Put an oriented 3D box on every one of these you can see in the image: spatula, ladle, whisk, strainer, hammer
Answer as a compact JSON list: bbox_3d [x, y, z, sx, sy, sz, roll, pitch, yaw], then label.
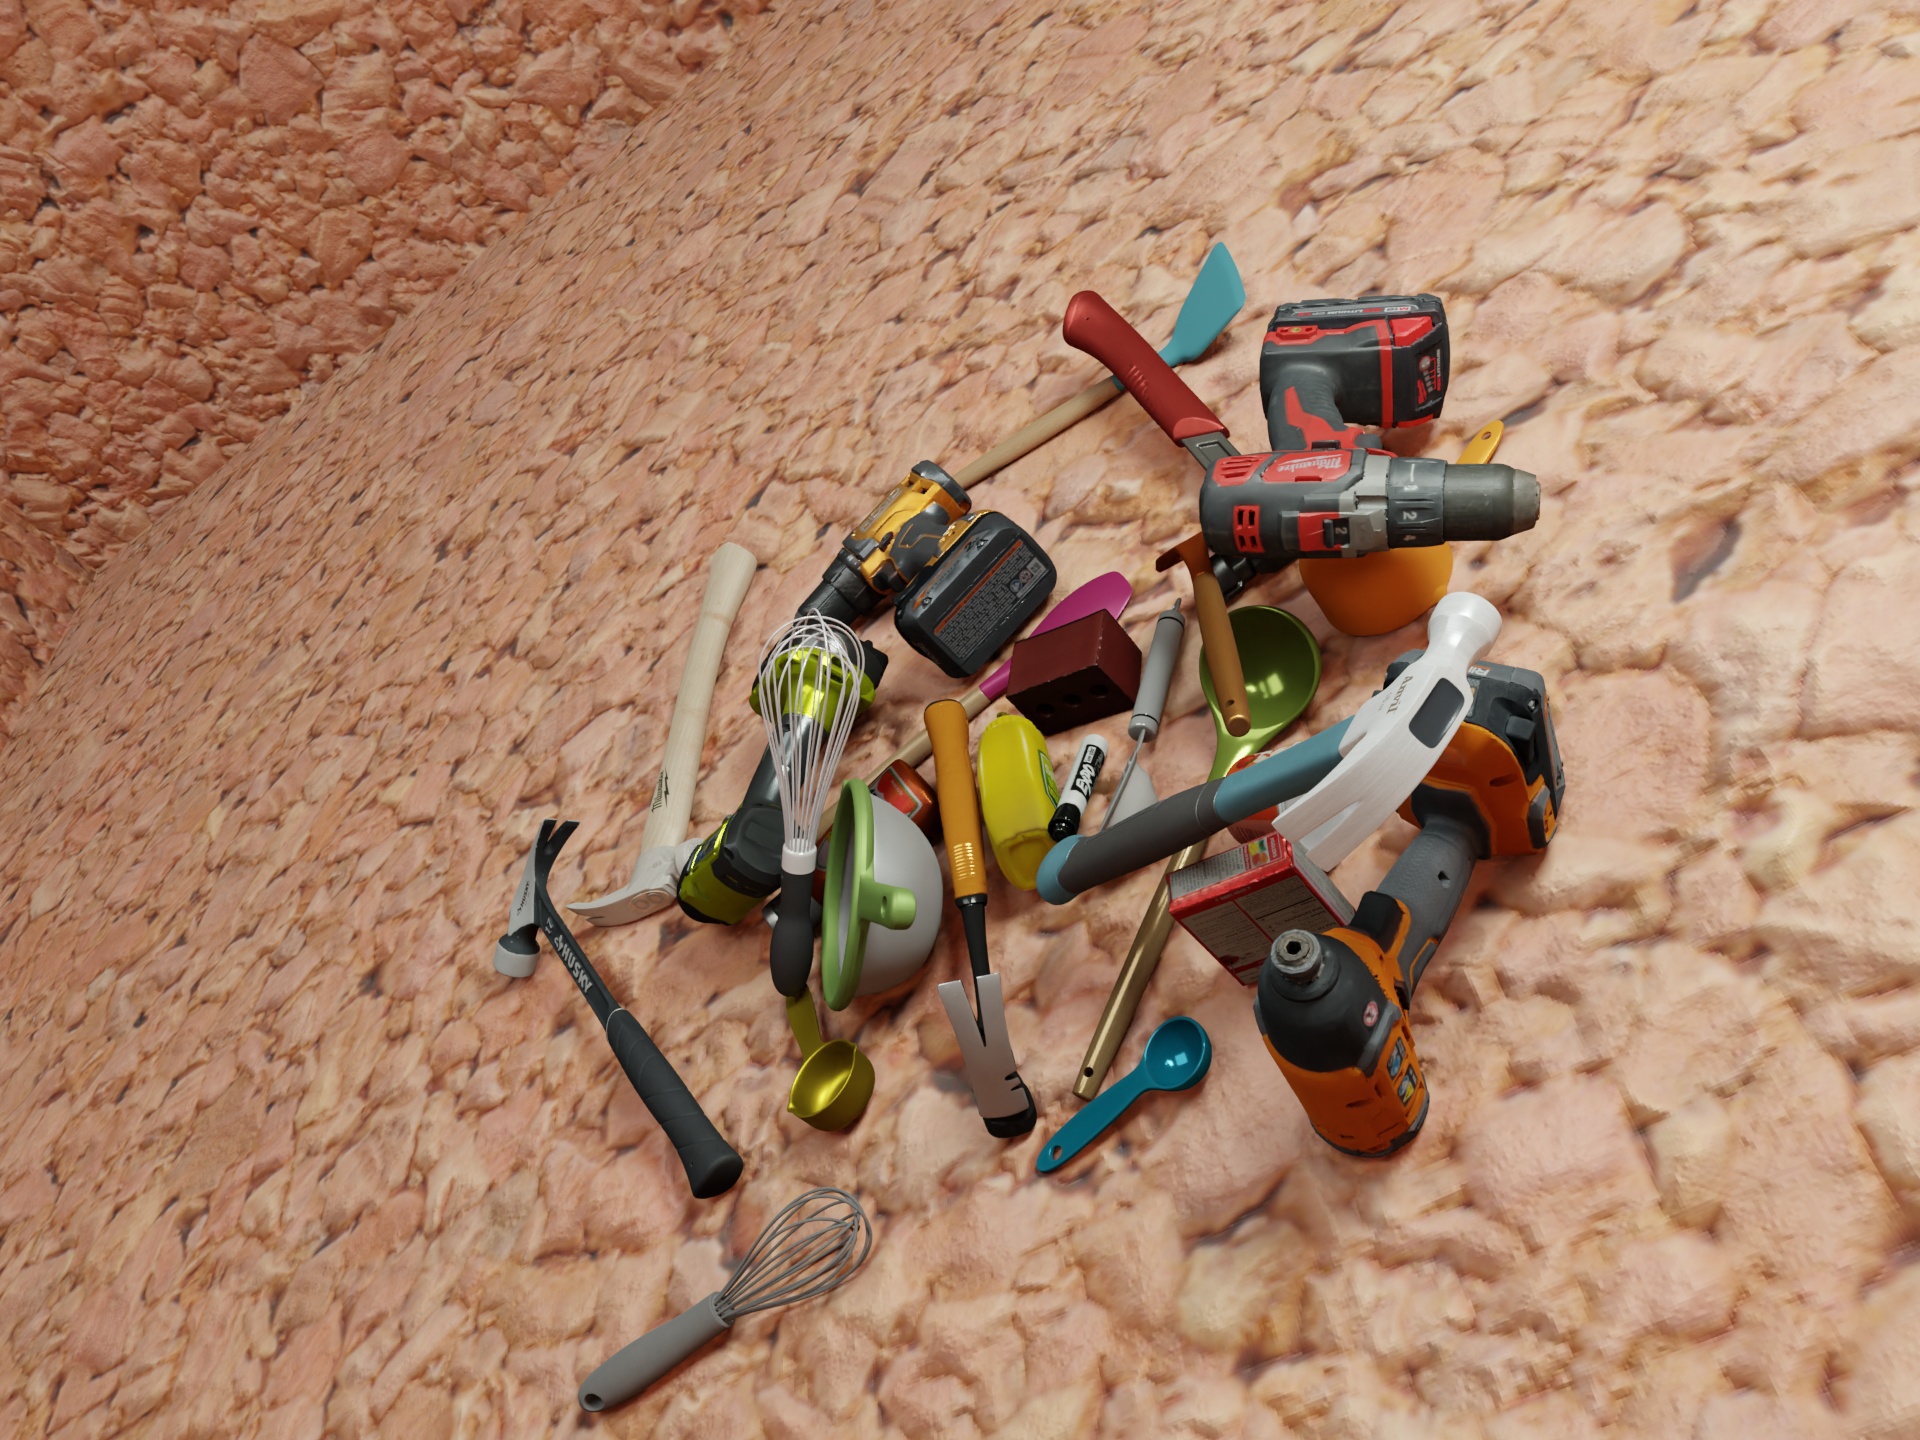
[{"bbox_3d":[0.150,-0.064,0.929,0.081,0.041,0.323,-29,22,17],"label":"spatula"},{"bbox_3d":[0.133,0.073,0.943,0.078,0.062,0.320,16,69,30],"label":"ladle"},{"bbox_3d":[-0.104,0.061,1.045,0.070,0.070,0.284,-133,44,-54],"label":"whisk"},{"bbox_3d":[-0.036,0.112,0.988,0.256,0.069,0.151,165,110,-77],"label":"strainer"},{"bbox_3d":[-0.245,-0.004,1.410,0.146,0.038,0.411,-24,40,29],"label":"hammer"},{"bbox_3d":[0.119,0.011,1.029,0.086,0.050,0.259,107,-178,-52],"label":"strainer"},{"bbox_3d":[-0.256,0.214,1.176,0.409,0.036,0.149,36,113,50],"label":"hammer"},{"bbox_3d":[-0.146,0.353,0.956,0.239,0.055,0.055,-38,36,16],"label":"whisk"},{"bbox_3d":[0.002,0.092,1.007,0.034,0.127,0.337,-13,38,3],"label":"hammer"},{"bbox_3d":[0.131,0.042,0.804,0.128,0.033,0.331,-55,10,-30],"label":"hammer"},{"bbox_3d":[0.171,-0.235,1.185,0.149,0.036,0.360,-39,44,10],"label":"hammer"},{"bbox_3d":[0.101,-0.274,1.321,0.317,0.044,0.082,-30,48,23],"label":"spatula"}]

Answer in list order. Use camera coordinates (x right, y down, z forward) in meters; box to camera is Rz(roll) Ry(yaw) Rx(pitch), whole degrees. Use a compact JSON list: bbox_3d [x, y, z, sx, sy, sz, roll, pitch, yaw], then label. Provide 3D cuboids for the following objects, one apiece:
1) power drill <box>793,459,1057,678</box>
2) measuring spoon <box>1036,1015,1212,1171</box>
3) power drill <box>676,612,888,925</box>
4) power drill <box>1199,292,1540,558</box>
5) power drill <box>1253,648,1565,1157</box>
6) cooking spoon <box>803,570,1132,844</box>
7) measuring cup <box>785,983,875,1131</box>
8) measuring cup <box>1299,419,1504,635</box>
[{"bbox_3d":[-0.040,-0.109,1.274,0.185,0.084,0.226,-47,31,-1],"label":"power drill"},{"bbox_3d":[0.093,0.214,0.883,0.128,0.021,0.042,-44,35,18],"label":"measuring spoon"},{"bbox_3d":[-0.143,0.044,1.199,0.171,0.080,0.223,-38,26,56],"label":"power drill"},{"bbox_3d":[0.254,-0.174,0.967,0.188,0.080,0.227,2,40,20],"label":"power drill"},{"bbox_3d":[0.212,0.079,0.765,0.084,0.164,0.226,14,63,36],"label":"power drill"},{"bbox_3d":[-0.002,-0.004,1.181,0.319,0.017,0.069,-40,35,7],"label":"cooking spoon"},{"bbox_3d":[-0.092,0.218,1.058,0.062,0.029,0.157,-44,24,4],"label":"measuring cup"},{"bbox_3d":[0.281,-0.135,0.998,0.173,0.052,0.095,-53,36,-7],"label":"measuring cup"}]
